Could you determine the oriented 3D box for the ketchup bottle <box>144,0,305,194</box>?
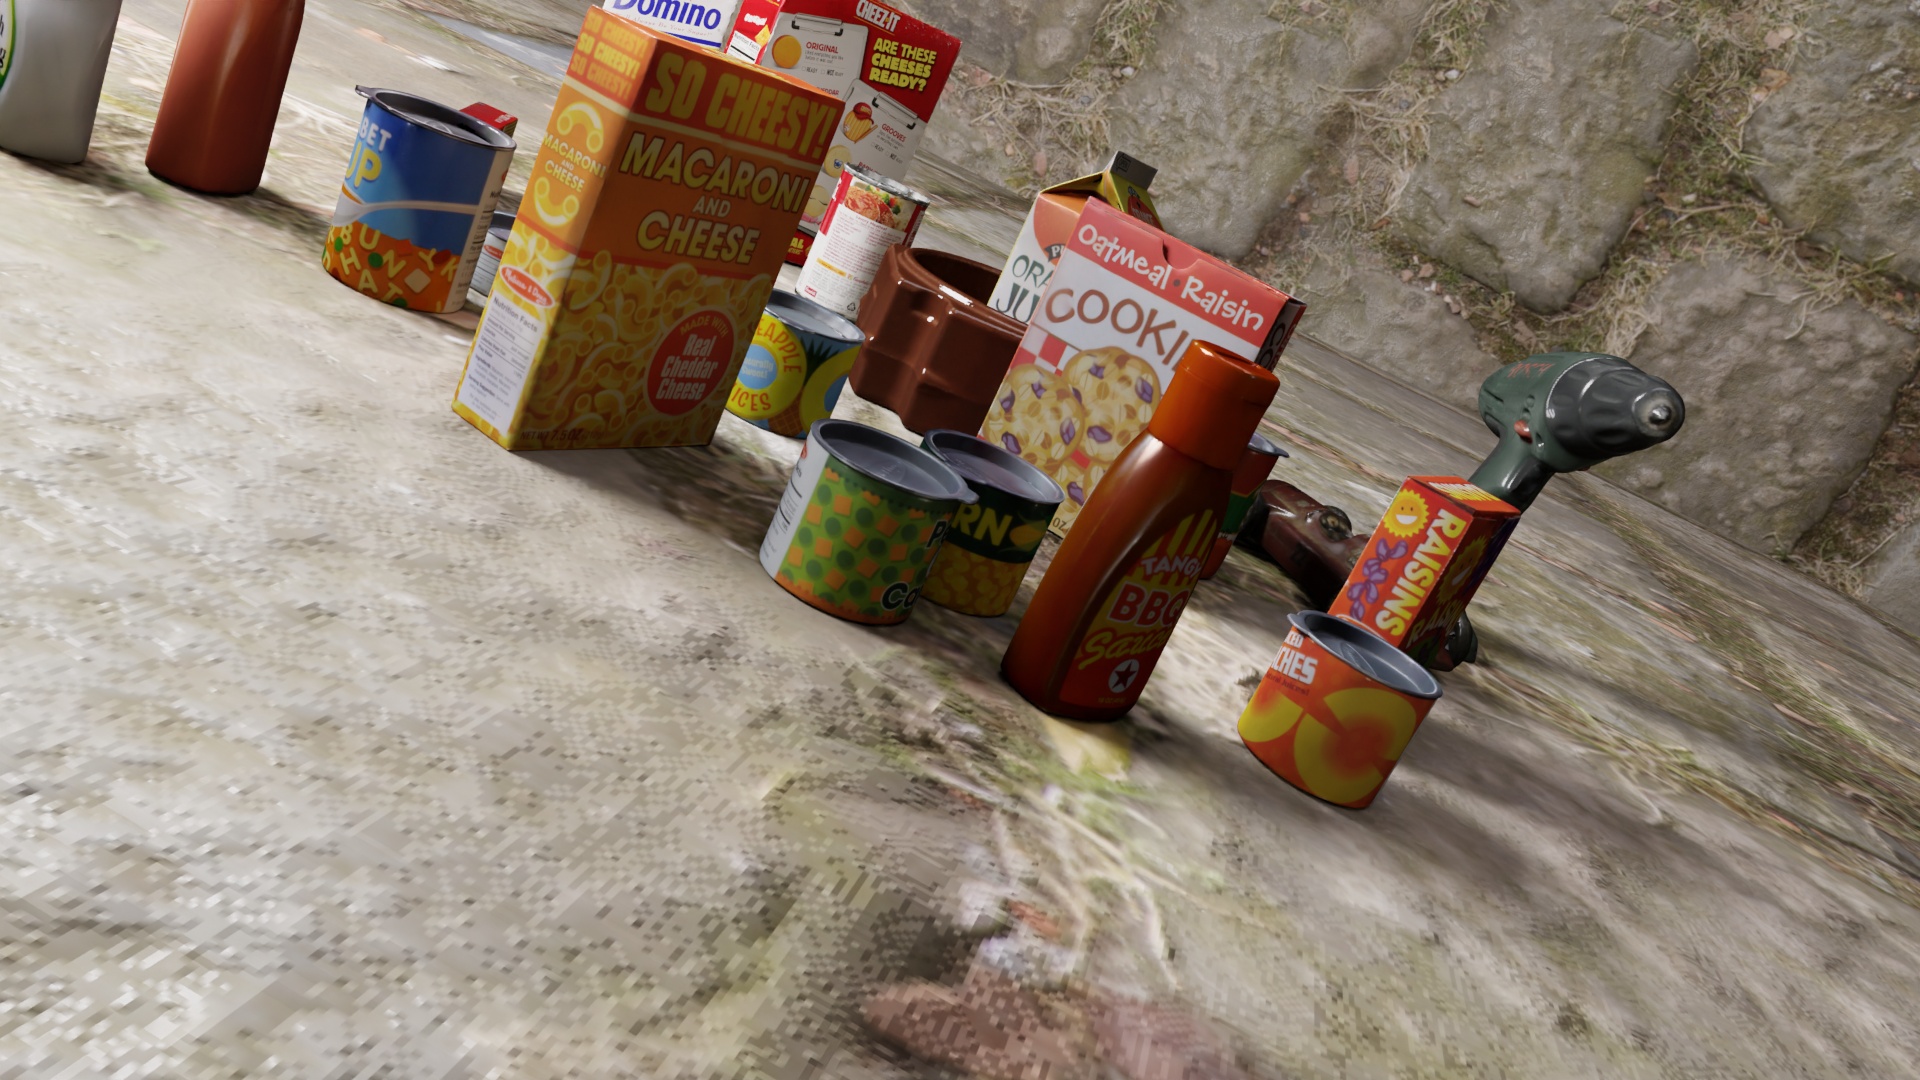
[{"bbox_3d":[-0.340,-0.241,0.657,0.043,0.148,0.065,23,17,-8],"label":"ketchup bottle"}]

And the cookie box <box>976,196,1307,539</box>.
[{"bbox_3d":[0.088,-0.079,0.738,0.123,0.167,0.040,33,19,22],"label":"cookie box"}]

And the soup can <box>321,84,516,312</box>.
[{"bbox_3d":[-0.254,-0.158,0.643,0.071,0.083,0.071,23,17,-8],"label":"soup can"}]

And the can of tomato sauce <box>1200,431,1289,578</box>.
[{"bbox_3d":[0.138,-0.028,0.800,0.071,0.082,0.071,23,17,-8],"label":"can of tomato sauce"}]

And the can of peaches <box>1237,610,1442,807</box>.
[{"bbox_3d":[0.157,0.070,0.587,0.071,0.058,0.071,23,18,-8],"label":"can of peaches"}]

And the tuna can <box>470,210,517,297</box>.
[{"bbox_3d":[-0.226,-0.145,0.728,0.071,0.032,0.071,23,18,-8],"label":"tuna can"}]

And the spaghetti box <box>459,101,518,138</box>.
[{"bbox_3d":[-0.298,-0.215,0.801,0.029,0.050,0.251,21,18,-14],"label":"spaghetti box"}]

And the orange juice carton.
[{"bbox_3d":[0.069,-0.149,0.872,0.073,0.192,0.072,33,19,23],"label":"orange juice carton"}]

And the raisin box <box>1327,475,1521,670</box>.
[{"bbox_3d":[0.212,0.030,0.666,0.040,0.123,0.086,35,20,30],"label":"raisin box"}]

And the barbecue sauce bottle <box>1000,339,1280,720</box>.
[{"bbox_3d":[0.071,-0.003,0.532,0.065,0.148,0.044,8,24,-45],"label":"barbecue sauce bottle"}]

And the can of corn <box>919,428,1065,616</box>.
[{"bbox_3d":[0.002,-0.008,0.600,0.071,0.058,0.071,23,18,-8],"label":"can of corn"}]

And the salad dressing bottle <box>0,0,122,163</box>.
[{"bbox_3d":[-0.385,-0.240,0.596,0.044,0.147,0.064,11,22,-39],"label":"salad dressing bottle"}]

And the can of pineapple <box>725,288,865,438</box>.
[{"bbox_3d":[-0.091,-0.092,0.717,0.071,0.057,0.071,23,18,-8],"label":"can of pineapple"}]

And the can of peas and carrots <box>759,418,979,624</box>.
[{"bbox_3d":[-0.036,-0.007,0.546,0.071,0.058,0.071,23,18,-8],"label":"can of peas and carrots"}]

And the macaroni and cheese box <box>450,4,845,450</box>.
[{"bbox_3d":[-0.126,-0.119,0.570,0.040,0.166,0.124,33,19,23],"label":"macaroni and cheese box"}]
